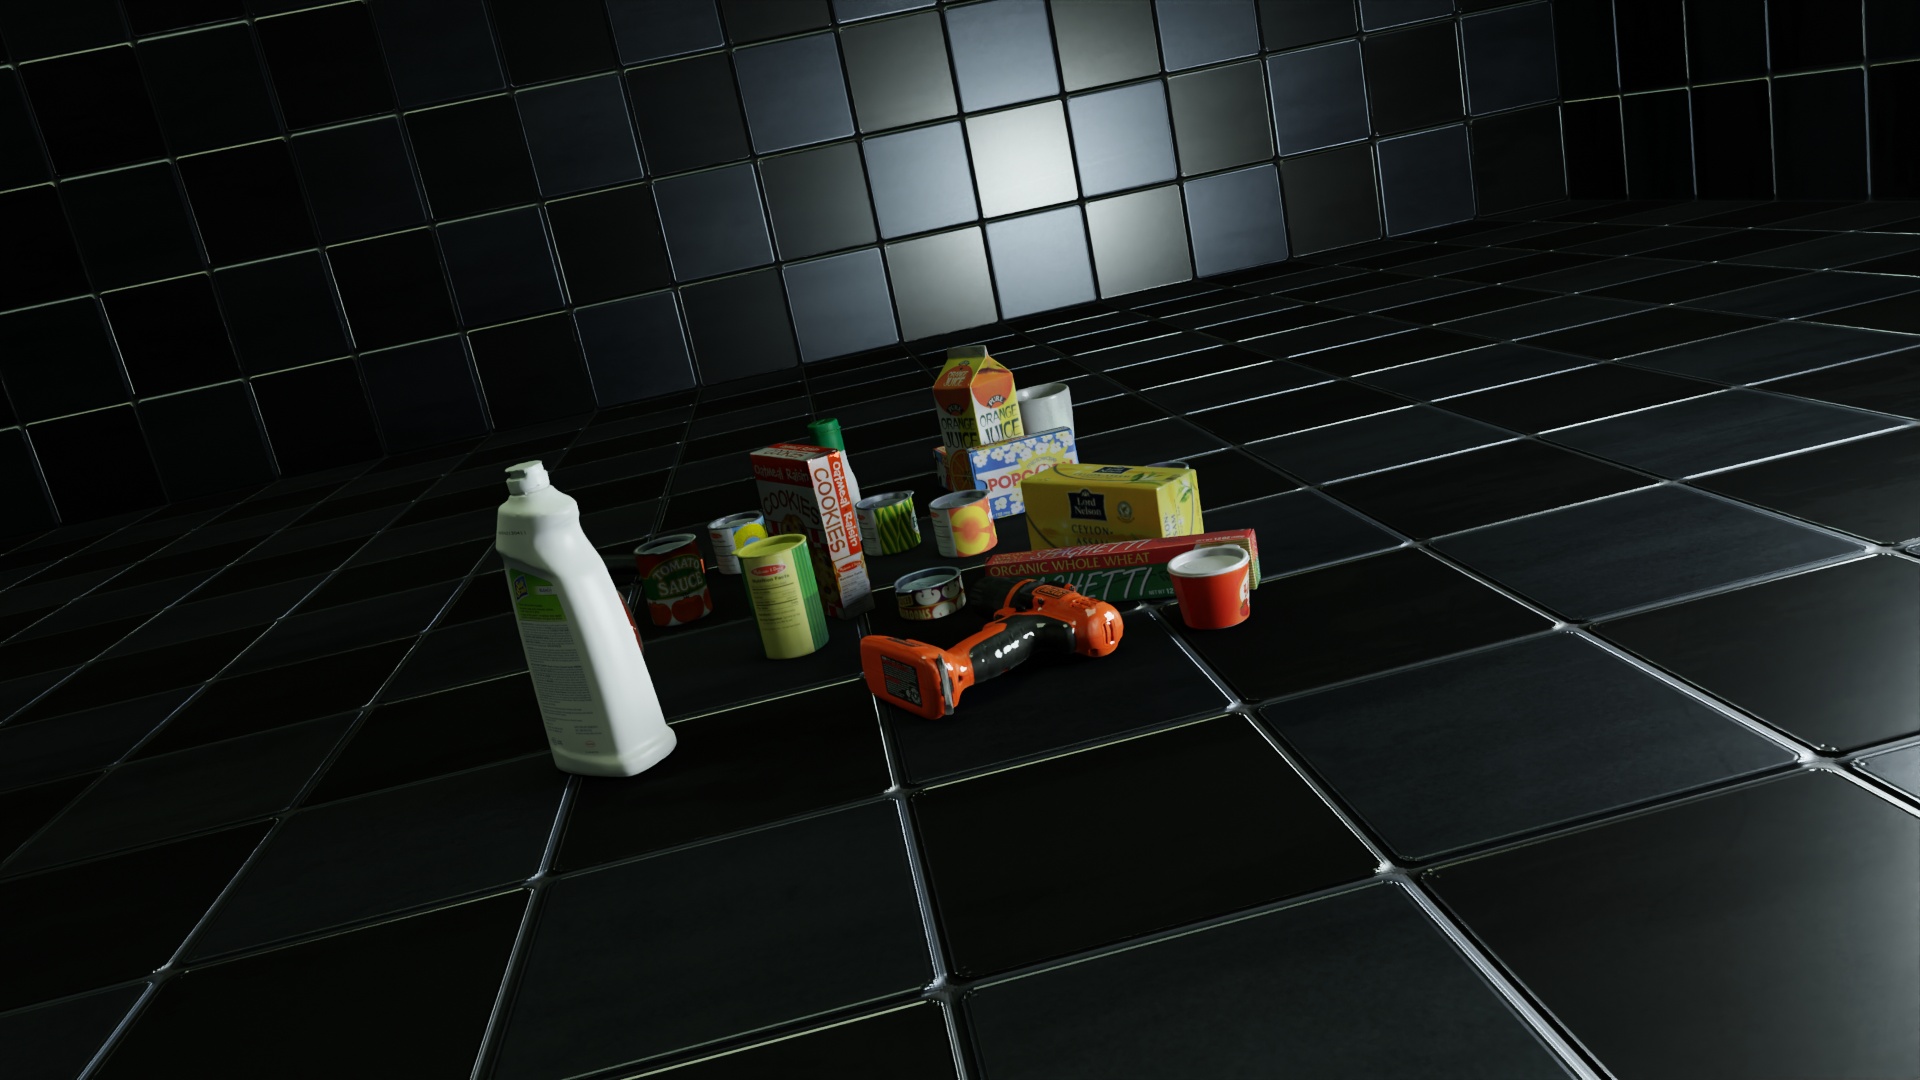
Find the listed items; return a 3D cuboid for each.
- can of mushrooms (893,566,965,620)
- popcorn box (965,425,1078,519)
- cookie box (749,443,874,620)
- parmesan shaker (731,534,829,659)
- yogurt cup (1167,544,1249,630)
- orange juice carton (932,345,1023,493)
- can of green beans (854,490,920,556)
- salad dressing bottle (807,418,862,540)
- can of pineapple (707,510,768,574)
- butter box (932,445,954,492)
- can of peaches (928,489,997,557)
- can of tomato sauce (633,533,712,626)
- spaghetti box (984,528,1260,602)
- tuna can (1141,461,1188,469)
[{"bbox_3d":[-0.031,0.052,1.339,0.071,0.033,0.071,-11,15,3],"label":"can of mushrooms"},{"bbox_3d":[0.076,-0.079,1.634,0.127,0.085,0.038,-13,15,-7],"label":"popcorn box"},{"bbox_3d":[-0.150,-0.012,1.402,0.040,0.167,0.123,-21,18,-32],"label":"cookie box"},{"bbox_3d":[-0.169,0.053,1.304,0.071,0.102,0.071,-11,15,3],"label":"parmesan shaker"},{"bbox_3d":[0.210,0.041,1.161,0.072,0.053,0.072,-11,15,3],"label":"yogurt cup"},{"bbox_3d":[0.025,-0.144,1.701,0.073,0.192,0.072,-23,19,-37],"label":"orange juice carton"},{"bbox_3d":[-0.083,-0.019,1.588,0.071,0.057,0.071,-11,15,3],"label":"can of green beans"},{"bbox_3d":[-0.148,-0.070,1.648,0.044,0.147,0.064,-7,15,17],"label":"salad dressing bottle"},{"bbox_3d":[-0.258,0.002,1.641,0.071,0.057,0.071,-11,15,3],"label":"can of pineapple"},{"bbox_3d":[-0.005,-0.090,1.794,0.024,0.053,0.103,-16,16,-16],"label":"butter box"},{"bbox_3d":[0.005,-0.019,1.521,0.071,0.058,0.071,-11,15,3],"label":"can of peaches"},{"bbox_3d":[-0.305,0.043,1.481,0.071,0.083,0.071,-11,15,3],"label":"can of tomato sauce"},{"bbox_3d":[0.143,0.029,1.261,0.250,0.050,0.029,-6,16,19],"label":"spaghetti box"},{"bbox_3d":[0.229,-0.065,1.570,0.071,0.032,0.071,-11,15,3],"label":"tuna can"}]
